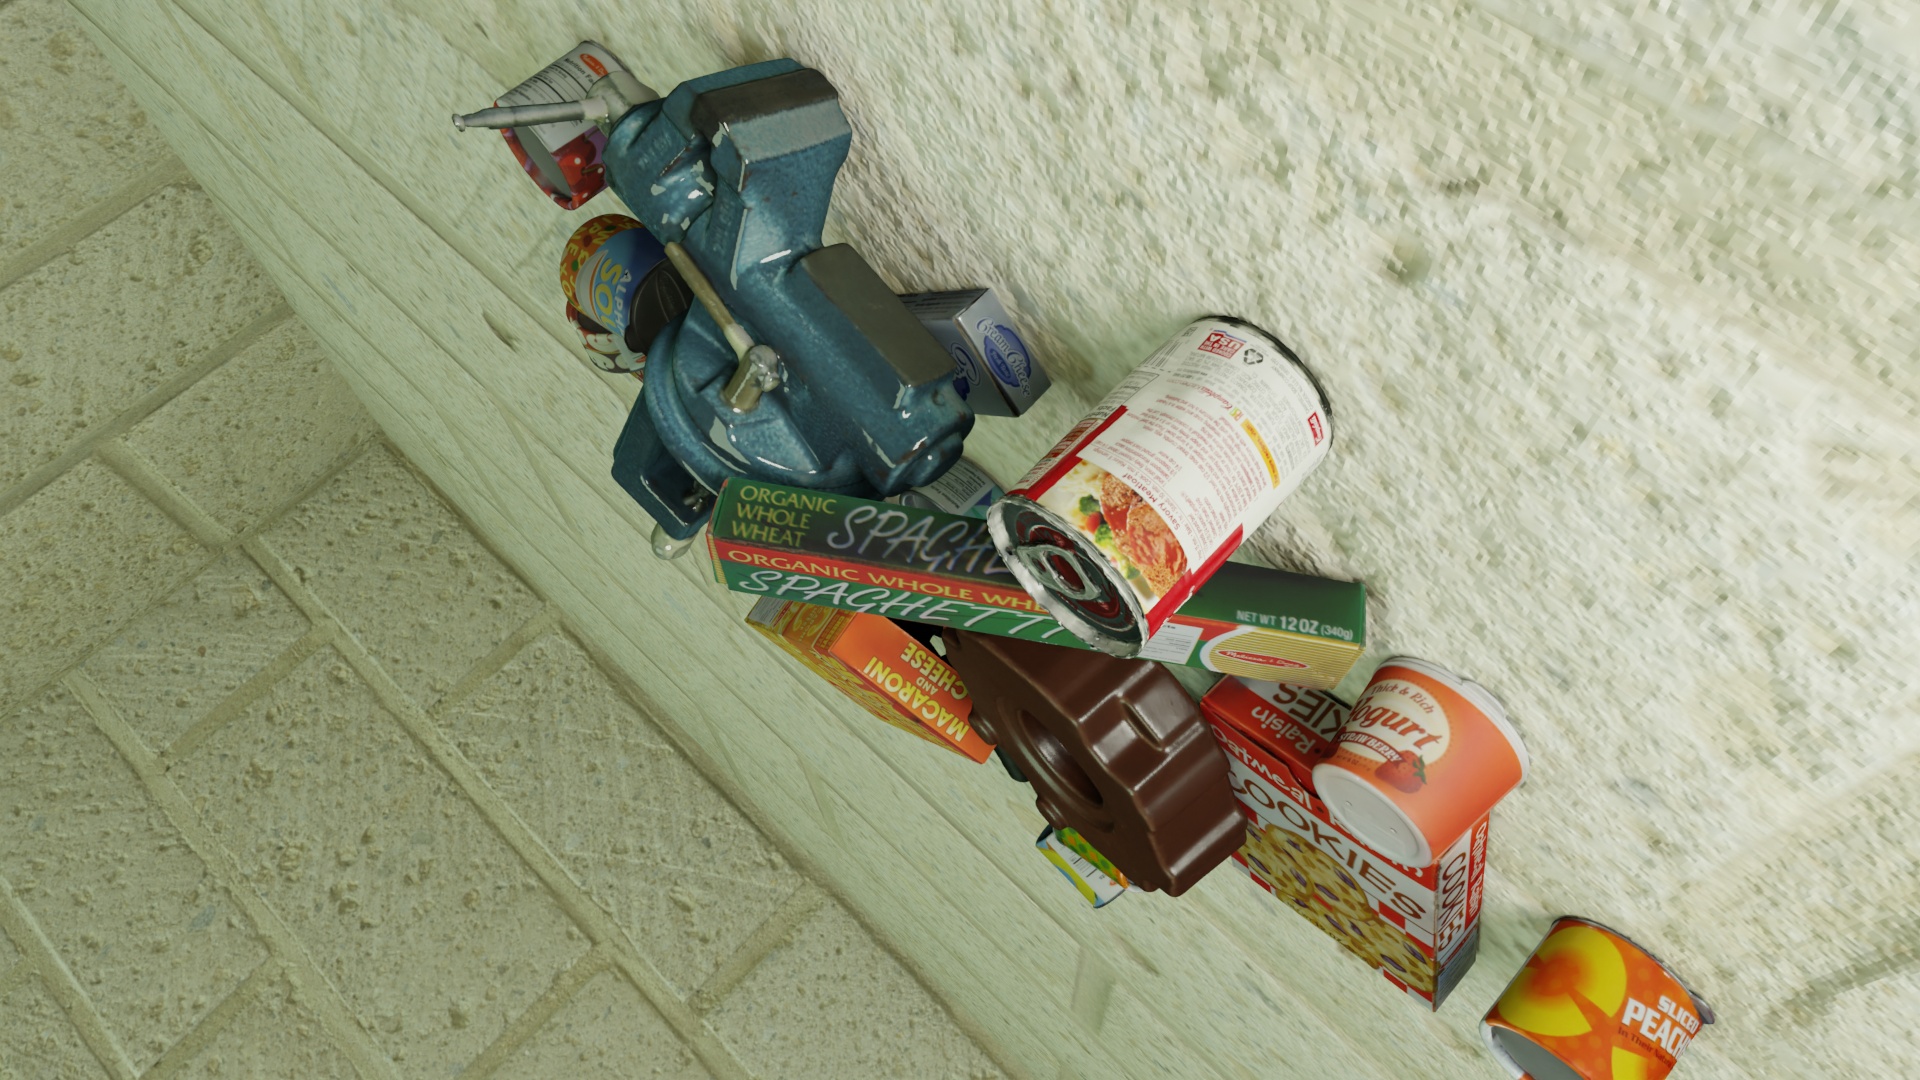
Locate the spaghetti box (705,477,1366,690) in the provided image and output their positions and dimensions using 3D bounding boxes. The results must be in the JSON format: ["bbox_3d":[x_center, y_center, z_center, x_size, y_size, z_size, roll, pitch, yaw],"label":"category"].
[{"bbox_3d":[0.027,0.018,0.538,0.250,0.029,0.050,10,155,3],"label":"spaghetti box"}]

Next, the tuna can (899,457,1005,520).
[{"bbox_3d":[0.003,-0.009,0.738,0.071,0.033,0.070,41,161,18],"label":"tuna can"}]

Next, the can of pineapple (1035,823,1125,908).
[{"bbox_3d":[0.092,0.199,0.918,0.058,0.071,0.070,46,161,4],"label":"can of pineapple"}]

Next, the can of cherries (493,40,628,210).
[{"bbox_3d":[-0.197,-0.212,0.720,0.071,0.058,0.071,40,160,18],"label":"can of cherries"}]

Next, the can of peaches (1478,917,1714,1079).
[{"bbox_3d":[0.258,0.199,0.567,0.071,0.058,0.071,41,161,18],"label":"can of peaches"}]

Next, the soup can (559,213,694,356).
[{"bbox_3d":[-0.188,-0.147,0.812,0.084,0.071,0.071,32,156,38],"label":"soup can"}]

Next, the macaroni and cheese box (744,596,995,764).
[{"bbox_3d":[-0.056,0.080,0.874,0.123,0.040,0.166,39,167,-22],"label":"macaroni and cheese box"}]

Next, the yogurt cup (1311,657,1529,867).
[{"bbox_3d":[0.172,0.087,0.531,0.072,0.054,0.072,41,161,17],"label":"yogurt cup"}]

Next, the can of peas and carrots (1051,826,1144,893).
[{"bbox_3d":[0.099,0.169,0.842,0.059,0.071,0.070,28,154,42],"label":"can of peas and carrots"}]

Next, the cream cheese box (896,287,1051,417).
[{"bbox_3d":[-0.007,-0.084,0.620,0.053,0.024,0.104,55,160,-25],"label":"cream cheese box"}]

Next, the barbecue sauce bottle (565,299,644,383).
[{"bbox_3d":[-0.212,-0.131,0.943,0.149,0.044,0.064,35,167,32],"label":"barbecue sauce bottle"}]

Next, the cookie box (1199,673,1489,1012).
[{"bbox_3d":[0.178,0.138,0.644,0.123,0.040,0.166,34,158,36],"label":"cookie box"}]

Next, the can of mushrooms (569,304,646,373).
[{"bbox_3d":[-0.214,-0.142,0.888,0.071,0.071,0.033,34,157,33],"label":"can of mushrooms"}]
